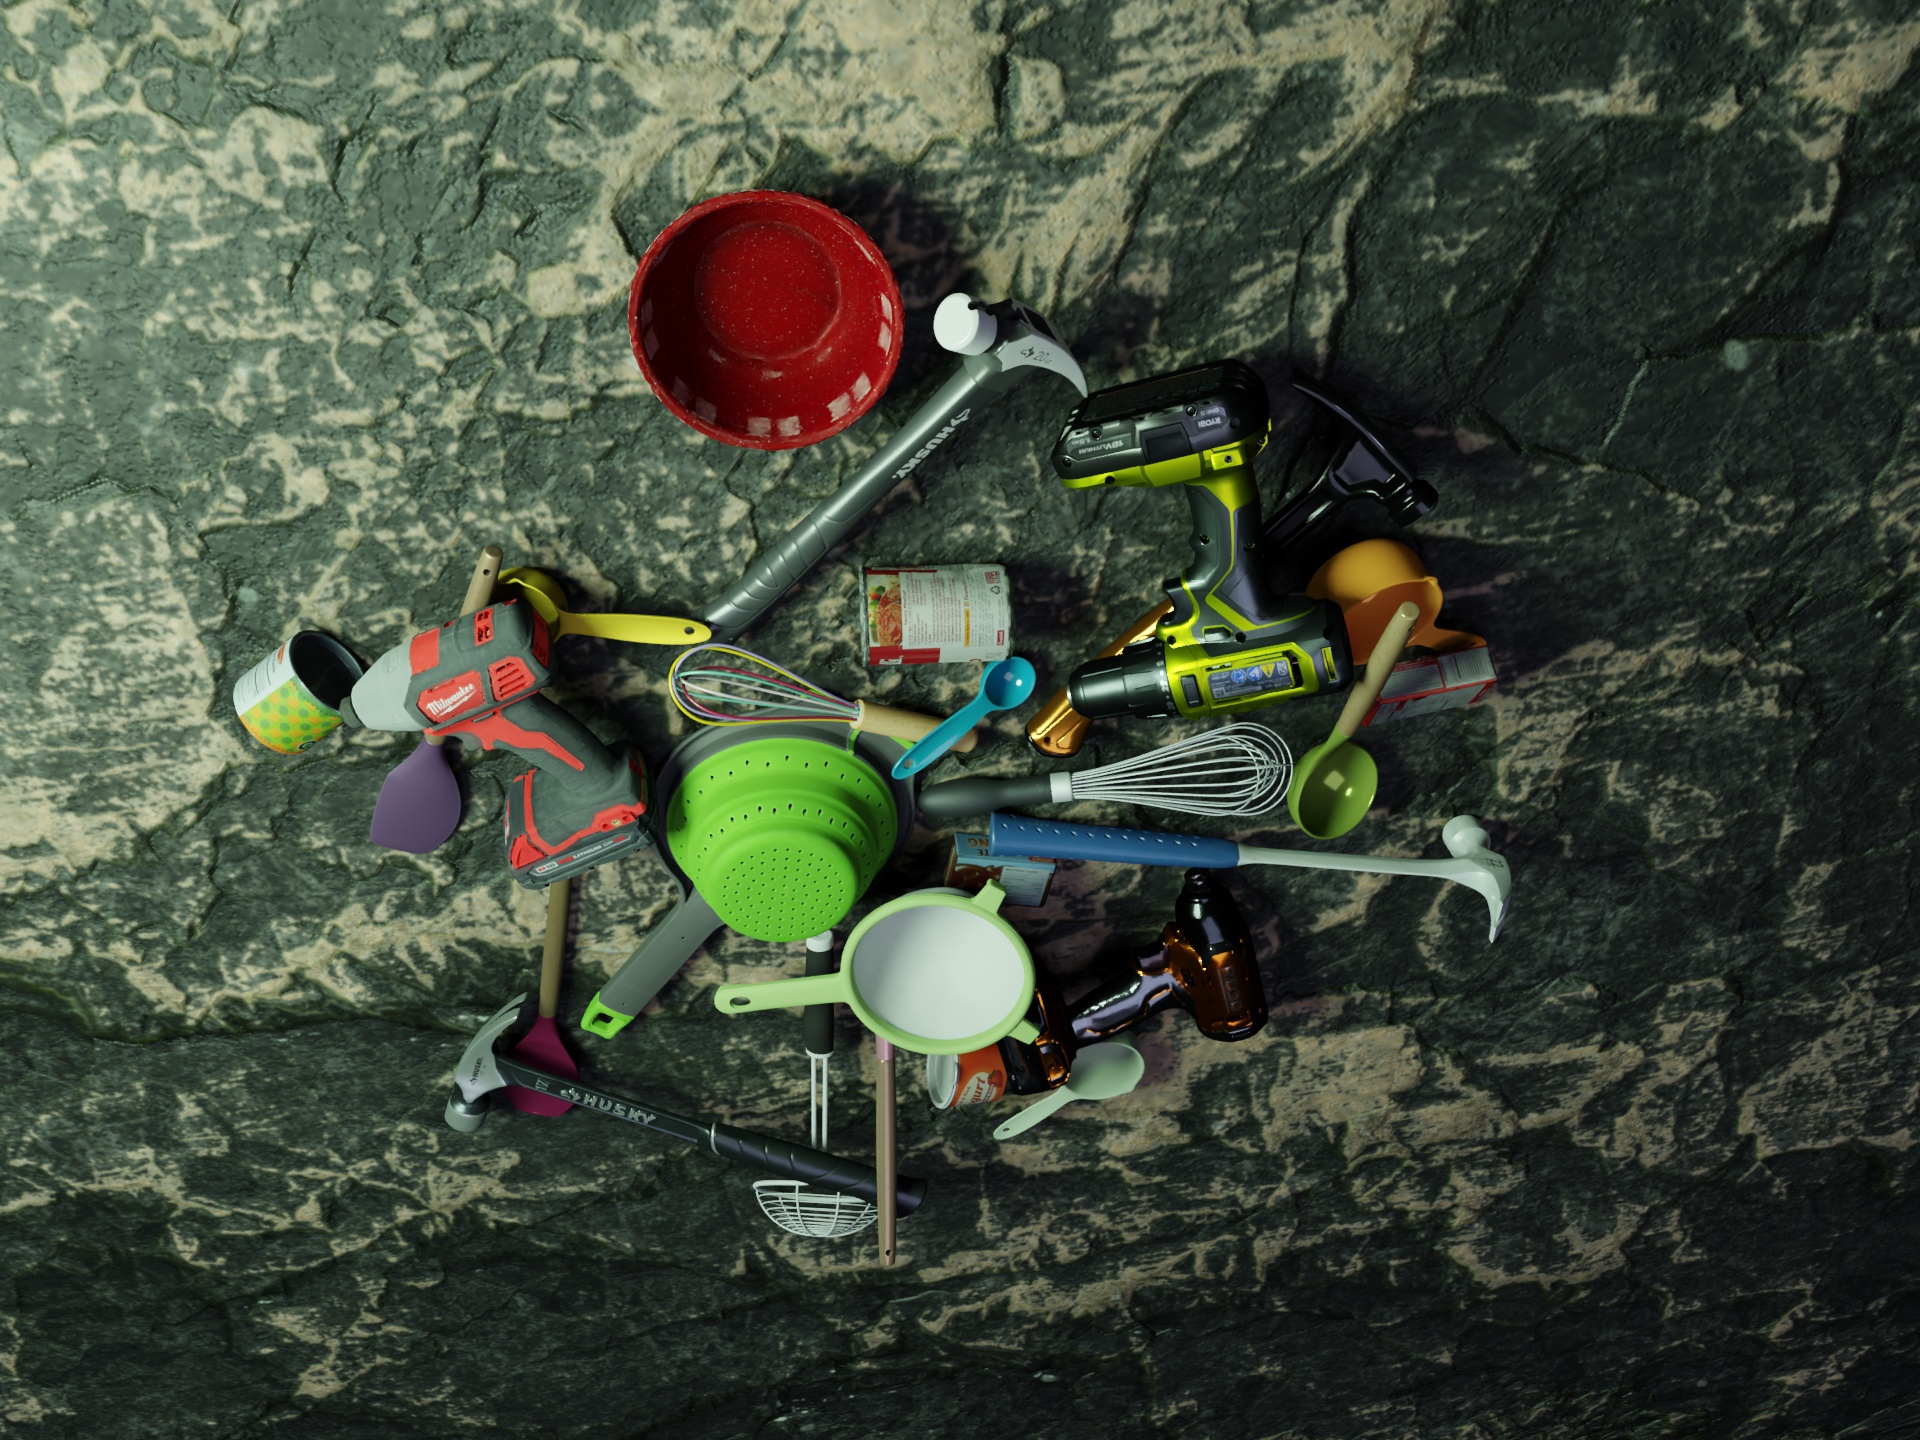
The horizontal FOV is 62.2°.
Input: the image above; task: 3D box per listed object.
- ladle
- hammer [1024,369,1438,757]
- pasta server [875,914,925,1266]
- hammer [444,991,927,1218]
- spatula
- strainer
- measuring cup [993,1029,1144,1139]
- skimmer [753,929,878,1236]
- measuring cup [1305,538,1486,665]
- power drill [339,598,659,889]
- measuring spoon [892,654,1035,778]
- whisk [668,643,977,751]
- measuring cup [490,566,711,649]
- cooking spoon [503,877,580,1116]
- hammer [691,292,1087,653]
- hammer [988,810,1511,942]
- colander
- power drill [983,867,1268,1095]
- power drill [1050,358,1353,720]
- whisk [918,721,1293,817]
[{"bbox_3d":[0.282,0.004,1.106,0.078,0.062,0.320,-33,161,-12],"label":"ladle"},{"bbox_3d":[0.160,-0.088,1.104,0.127,0.034,0.337,43,119,-8],"label":"hammer"},{"bbox_3d":[-0.061,0.309,1.322,0.060,0.040,0.316,-1,100,-9],"label":"pasta server"},{"bbox_3d":[-0.223,0.344,1.348,0.409,0.036,0.149,20,121,-9],"label":"hammer"},{"bbox_3d":[-0.360,-0.004,1.114,0.059,0.018,0.315,15,132,-19],"label":"spatula"},{"bbox_3d":[-0.066,0.192,1.255,0.256,0.069,0.151,-9,117,11],"label":"strainer"},{"bbox_3d":[0.090,0.323,1.427,0.167,0.038,0.083,-39,122,24],"label":"measuring cup"},{"bbox_3d":[-0.122,0.321,1.405,0.127,0.090,0.363,3,117,1],"label":"skimmer"},{"bbox_3d":[0.316,-0.081,1.138,0.173,0.052,0.095,9,136,-41],"label":"measuring cup"},{"bbox_3d":[-0.310,0.018,1.088,0.143,0.079,0.219,-21,138,5],"label":"power drill"},{"bbox_3d":[-0.002,-0.004,1.152,0.128,0.021,0.042,-39,126,0],"label":"measuring spoon"},{"bbox_3d":[-0.094,-0.005,1.126,0.244,0.047,0.051,13,144,-31],"label":"whisk"},{"bbox_3d":[-0.244,-0.072,1.072,0.156,0.029,0.062,5,129,0],"label":"measuring cup"},{"bbox_3d":[-0.337,0.222,1.309,0.068,0.017,0.318,12,126,-6],"label":"cooking spoon"},{"bbox_3d":[-0.061,-0.145,1.020,0.334,0.035,0.146,-38,160,31],"label":"hammer"},{"bbox_3d":[0.225,0.106,1.231,0.405,0.144,0.035,5,115,-2],"label":"hammer"},{"bbox_3d":[-0.182,0.151,1.224,0.204,0.095,0.397,29,119,-26],"label":"colander"},{"bbox_3d":[0.132,0.211,1.316,0.226,0.084,0.164,-16,118,1],"label":"power drill"},{"bbox_3d":[0.140,-0.103,1.039,0.190,0.080,0.228,-10,117,19],"label":"power drill"},{"bbox_3d":[0.109,0.046,1.206,0.284,0.070,0.070,-6,128,4],"label":"whisk"}]
